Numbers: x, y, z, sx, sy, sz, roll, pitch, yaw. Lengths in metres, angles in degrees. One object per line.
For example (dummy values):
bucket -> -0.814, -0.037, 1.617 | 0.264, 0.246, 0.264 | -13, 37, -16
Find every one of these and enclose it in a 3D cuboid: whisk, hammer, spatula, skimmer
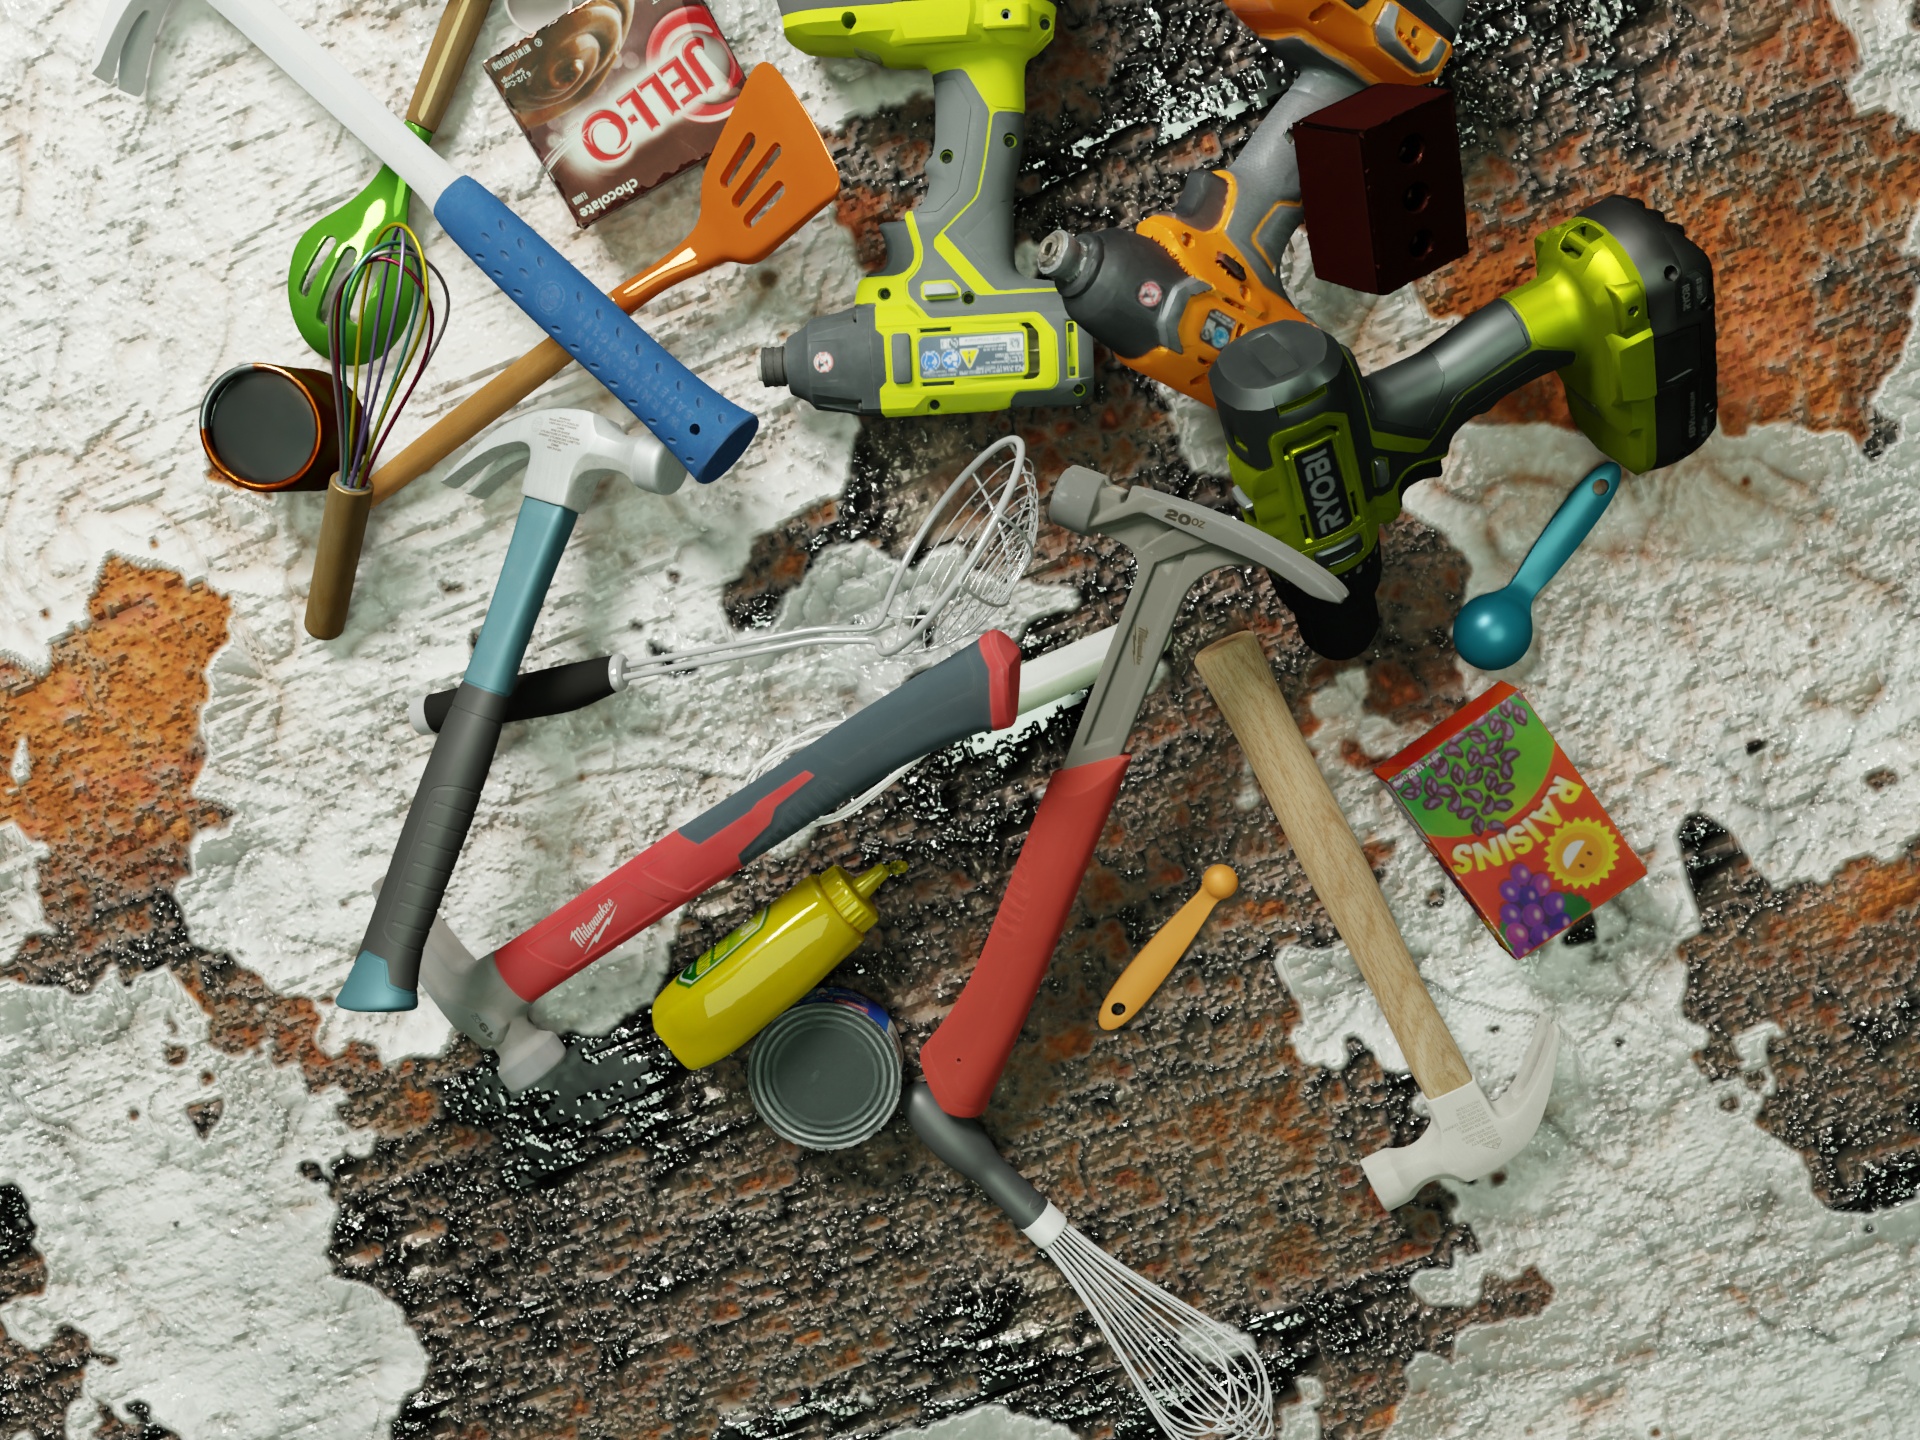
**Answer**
whisk -> 0.071, 0.306, 0.897 | 0.284, 0.070, 0.070 | 45, 98, 0
hammer -> 0.219, 0.102, 0.868 | 0.130, 0.031, 0.331 | -27, 97, 6
spatula -> -0.197, -0.202, 0.811 | 0.322, 0.041, 0.081 | -33, 78, 15
skimmer -> -0.131, -0.061, 0.824 | 0.363, 0.127, 0.090 | -11, 123, 11
whisk -> -0.001, -0.003, 0.853 | 0.246, 0.058, 0.059 | -23, 141, 1
hammer -> -0.248, -0.003, 0.820 | 0.128, 0.033, 0.331 | 19, 89, 25
hammer -> 0.064, 0.059, 0.824 | 0.149, 0.037, 0.359 | 25, 112, 15
whisk -> -0.301, -0.135, 0.800 | 0.047, 0.051, 0.244 | 28, 124, 1
hammer -> -0.262, -0.261, 0.786 | 0.405, 0.035, 0.144 | 43, 100, 6
hammer -> -0.137, 0.053, 0.828 | 0.386, 0.038, 0.143 | -33, 96, 20

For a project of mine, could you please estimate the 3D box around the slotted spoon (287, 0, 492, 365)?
slotted spoon -> -0.271, -0.331, 0.819 | 0.070, 0.031, 0.313 | 26, 98, 1

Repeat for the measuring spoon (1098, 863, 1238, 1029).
measuring spoon -> 0.115, 0.128, 0.886 | 0.021, 0.011, 0.117 | 37, 98, -4

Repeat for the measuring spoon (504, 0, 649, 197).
measuring spoon -> -0.194, -0.328, 0.825 | 0.034, 0.018, 0.124 | -28, 104, 1

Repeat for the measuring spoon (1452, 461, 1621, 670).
measuring spoon -> 0.310, -0.082, 0.840 | 0.042, 0.021, 0.128 | 33, 100, -4

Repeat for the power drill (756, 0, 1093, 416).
power drill -> -0.023, -0.266, 0.797 | 0.171, 0.080, 0.223 | -3, 102, 2

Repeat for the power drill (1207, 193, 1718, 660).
power drill -> 0.246, -0.138, 0.786 | 0.228, 0.080, 0.190 | -25, 131, 2

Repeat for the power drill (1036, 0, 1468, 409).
power drill -> 0.134, -0.271, 0.759 | 0.164, 0.084, 0.226 | 16, 101, -35
